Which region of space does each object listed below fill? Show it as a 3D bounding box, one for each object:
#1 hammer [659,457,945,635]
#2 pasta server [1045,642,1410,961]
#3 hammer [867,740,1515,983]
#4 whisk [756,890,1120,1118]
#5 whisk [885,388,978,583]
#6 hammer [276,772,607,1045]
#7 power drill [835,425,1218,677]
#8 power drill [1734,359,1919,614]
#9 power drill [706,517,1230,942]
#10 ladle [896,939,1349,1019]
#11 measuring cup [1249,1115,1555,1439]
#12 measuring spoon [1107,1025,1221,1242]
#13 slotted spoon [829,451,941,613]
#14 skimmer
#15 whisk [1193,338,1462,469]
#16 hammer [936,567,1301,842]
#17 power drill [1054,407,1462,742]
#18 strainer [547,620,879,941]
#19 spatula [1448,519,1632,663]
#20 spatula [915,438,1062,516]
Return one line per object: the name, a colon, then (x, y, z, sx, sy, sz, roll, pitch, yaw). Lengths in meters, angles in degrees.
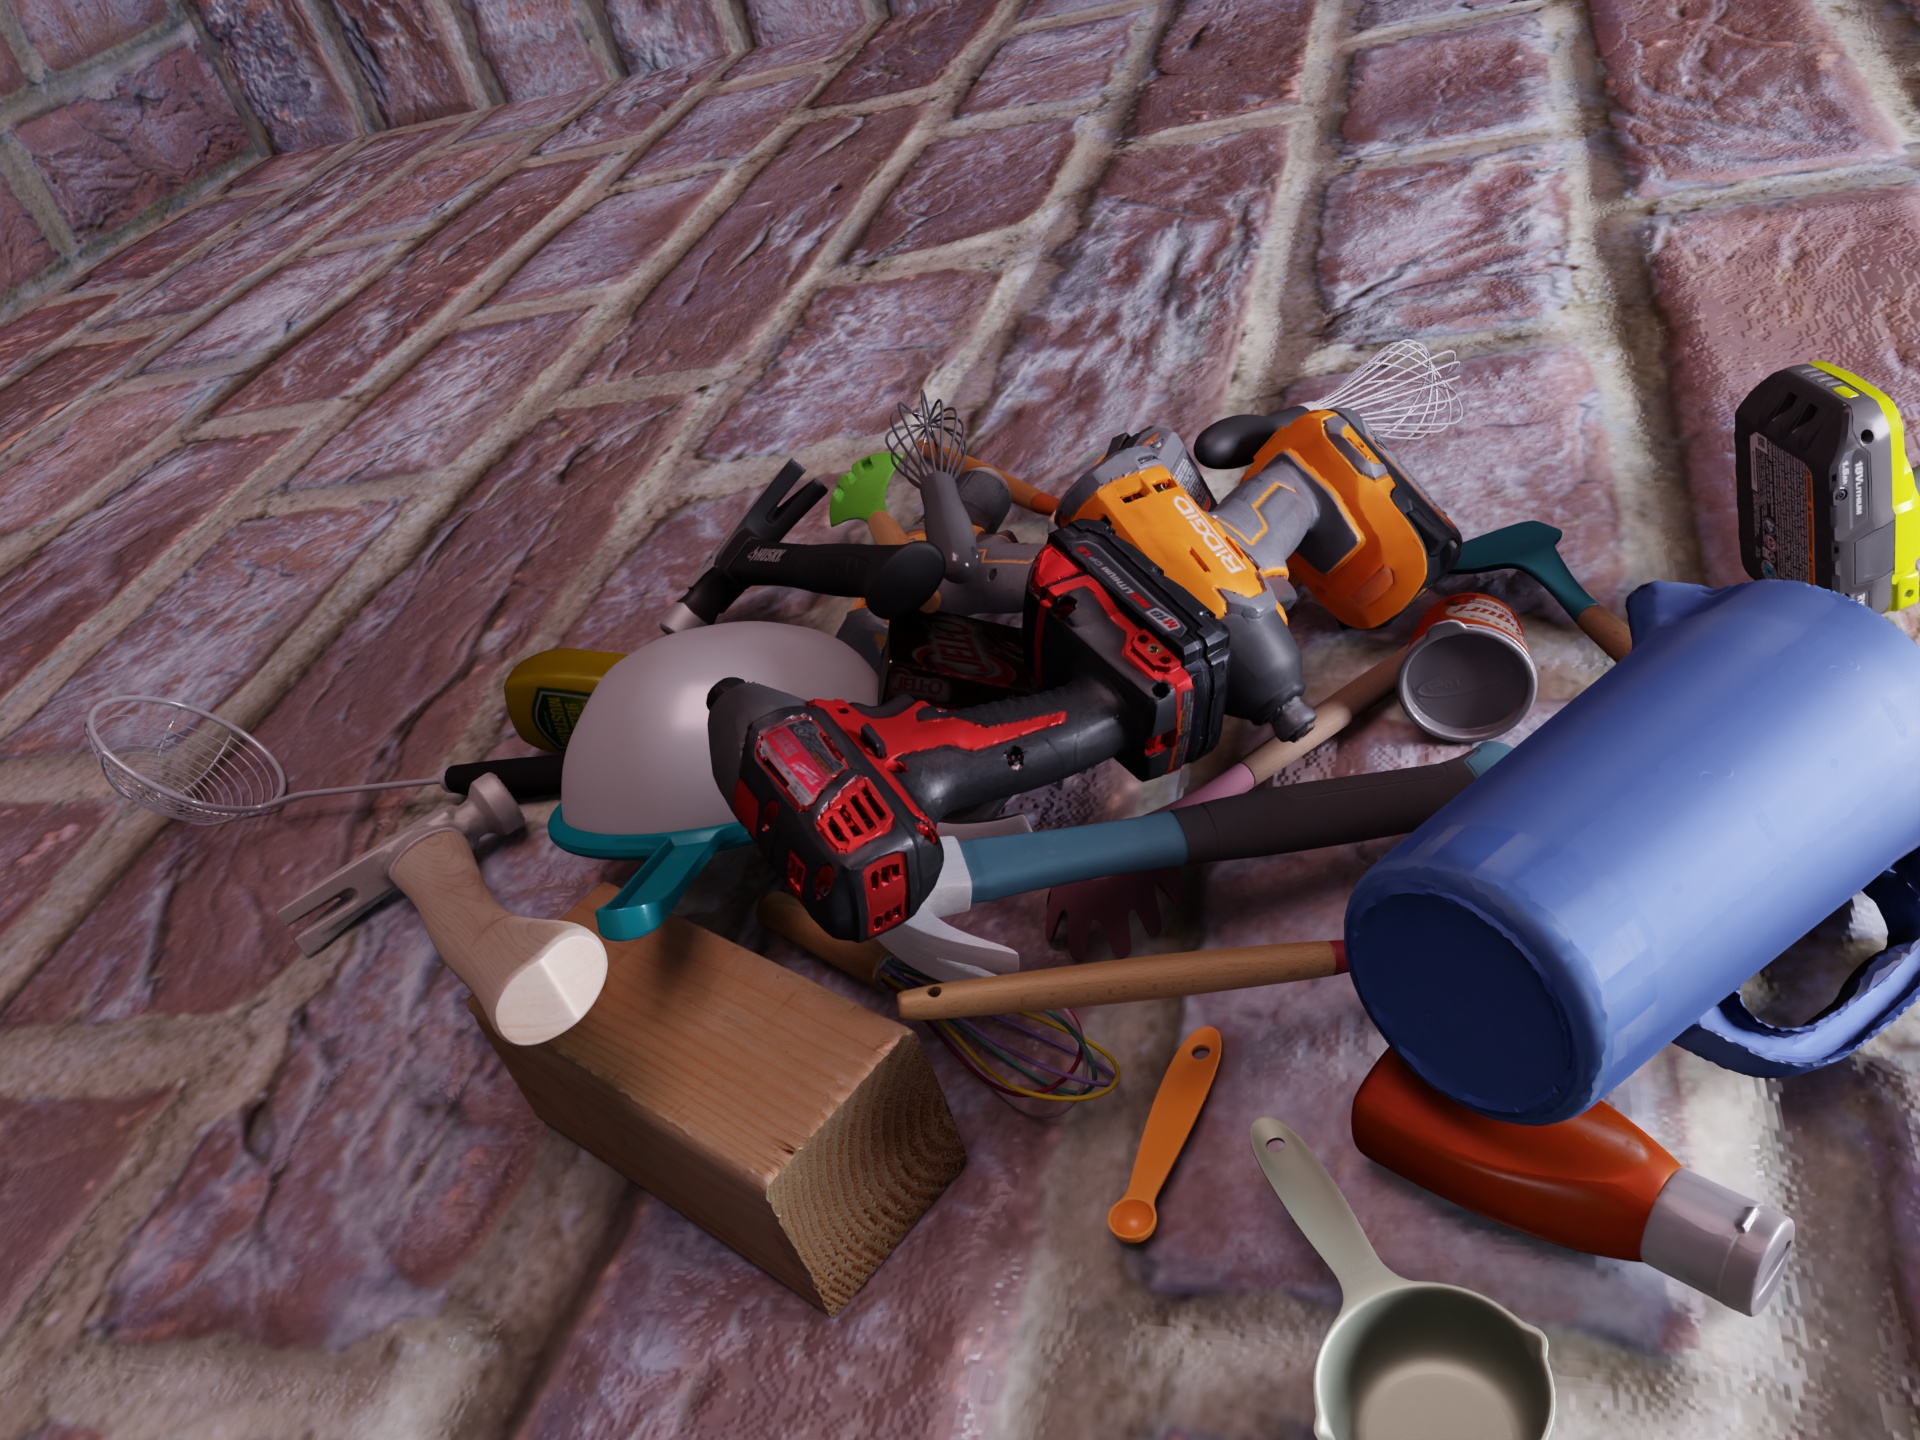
hammer: (-0.089, -0.097, 0.961, 0.146, 0.035, 0.335, -54, 24, -10)
pasta server: (0.167, 0.022, 0.824, 0.316, 0.040, 0.060, -31, 37, -25)
hammer: (0.112, 0.050, 0.730, 0.331, 0.033, 0.128, -8, 45, -11)
whisk: (-0.022, 0.125, 0.749, 0.245, 0.051, 0.047, 19, 54, 45)
whisk: (-0.013, -0.143, 0.962, 0.055, 0.055, 0.239, -16, 32, 3)
hammer: (-0.251, 0.097, 0.771, 0.146, 0.038, 0.411, -35, 17, -19)
power drill: (0.044, -0.109, 0.971, 0.226, 0.084, 0.185, -11, 37, 40)
power drill: (0.505, -0.153, 0.773, 0.228, 0.190, 0.080, -22, 35, 1)
power drill: (-0.001, -0.002, 0.706, 0.219, 0.078, 0.143, -25, 50, -23)
ladle: (0.130, 0.102, 0.664, 0.315, 0.031, 0.069, -5, 36, -8)
measuring cup: (0.145, 0.208, 0.564, 0.083, 0.038, 0.168, -22, 33, -6)
measuring spoon: (0.088, 0.172, 0.665, 0.021, 0.011, 0.117, 3, 36, 27)
slotted spoon: (-0.045, -0.119, 0.992, 0.070, 0.031, 0.314, -44, 23, 7)
skimmer: (-0.385, 0.014, 1.020, 0.363, 0.090, 0.127, -5, 5, 14)
whisk: (0.234, -0.191, 0.994, 0.070, 0.070, 0.284, 18, 29, 40)
hammer: (0.107, -0.025, 0.888, 0.337, 0.034, 0.127, -37, 23, -29)
power drill: (0.169, -0.078, 0.831, 0.226, 0.084, 0.164, -22, 70, -45)
strainer: (-0.132, 0.011, 0.802, 0.211, 0.095, 0.340, -9, 12, 6)
spatula: (0.343, -0.032, 0.822, 0.082, 0.044, 0.318, -21, 39, -5)
spatula: (0.046, -0.150, 1.117, 0.081, 0.041, 0.323, -30, 32, -15)
